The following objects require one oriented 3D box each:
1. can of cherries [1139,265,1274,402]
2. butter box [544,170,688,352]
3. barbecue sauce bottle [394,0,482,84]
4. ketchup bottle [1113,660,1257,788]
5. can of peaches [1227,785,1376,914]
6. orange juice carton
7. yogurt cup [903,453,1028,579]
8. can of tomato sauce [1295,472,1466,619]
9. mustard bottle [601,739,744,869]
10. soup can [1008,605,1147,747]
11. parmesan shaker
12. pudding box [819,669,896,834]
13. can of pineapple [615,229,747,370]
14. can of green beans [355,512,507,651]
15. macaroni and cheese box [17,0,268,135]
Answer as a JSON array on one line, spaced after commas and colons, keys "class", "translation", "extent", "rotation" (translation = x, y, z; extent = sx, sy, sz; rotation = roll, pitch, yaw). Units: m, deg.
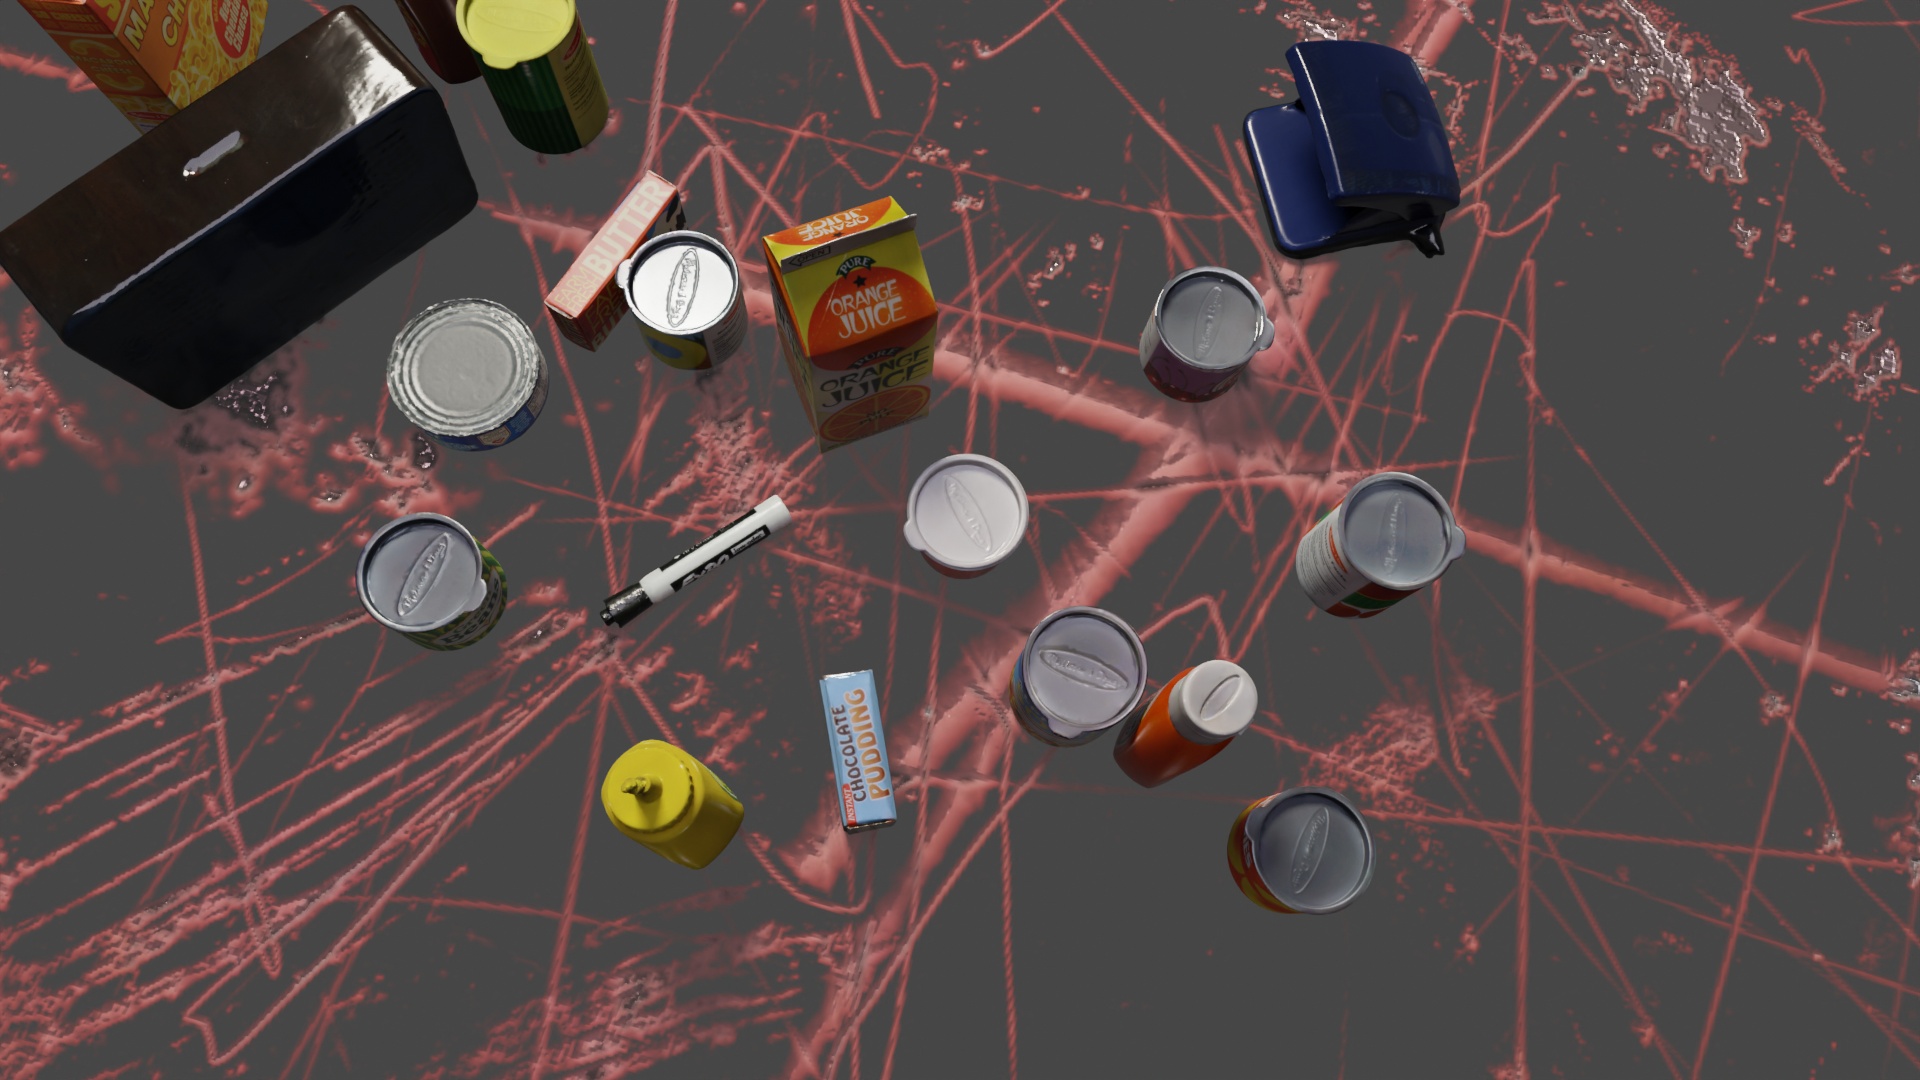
[{"class": "can of cherries", "translation": [0.147, -0.121, 0.834], "extent": [0.071, 0.058, 0.071], "rotation": [1, 74, -3]}, {"class": "butter box", "translation": [-0.203, -0.165, 0.827], "extent": [0.024, 0.053, 0.104], "rotation": [32, 75, 5]}, {"class": "barbecue sauce bottle", "translation": [-0.319, -0.337, 0.819], "extent": [0.044, 0.148, 0.065], "rotation": [-27, 78, -10]}, {"class": "ketchup bottle", "translation": [0.119, 0.093, 0.724], "extent": [0.043, 0.148, 0.065], "rotation": [42, 76, 8]}, {"class": "can of peaches", "translation": [0.181, 0.168, 0.754], "extent": [0.071, 0.058, 0.071], "rotation": [1, 74, -3]}, {"class": "orange juice carton", "translation": [-0.058, -0.120, 0.751], "extent": [0.072, 0.192, 0.073], "rotation": [-20, 77, -9]}, {"class": "yogurt cup", "translation": [0.003, -0.010, 0.796], "extent": [0.072, 0.053, 0.072], "rotation": [1, 74, -3]}, {"class": "can of tomato sauce", "translation": [0.236, 0.005, 0.791], "extent": [0.071, 0.083, 0.071], "rotation": [1, 74, -3]}, {"class": "mustard bottle", "translation": [-0.146, 0.129, 0.692], "extent": [0.065, 0.159, 0.049], "rotation": [36, 76, 6]}, {"class": "soup can", "translation": [0.061, 0.079, 0.759], "extent": [0.071, 0.083, 0.071], "rotation": [1, 74, -3]}, {"class": "parmesan shaker", "translation": [-0.255, -0.283, 0.832], "extent": [0.071, 0.103, 0.071], "rotation": [1, 75, -3]}, {"class": "pudding box", "translation": [-0.056, 0.115, 0.759], "extent": [0.030, 0.049, 0.084], "rotation": [-9, 75, -6]}, {"class": "can of pineapple", "translation": [-0.162, -0.141, 0.821], "extent": [0.071, 0.057, 0.071], "rotation": [1, 74, -3]}, {"class": "can of green beans", "translation": [-0.290, 0.024, 0.766], "extent": [0.071, 0.057, 0.071], "rotation": [1, 74, -3]}, {"class": "macaroni and cheese box", "translation": [-0.459, -0.309, 0.793], "extent": [0.040, 0.166, 0.124], "rotation": [3, 74, -2]}]
